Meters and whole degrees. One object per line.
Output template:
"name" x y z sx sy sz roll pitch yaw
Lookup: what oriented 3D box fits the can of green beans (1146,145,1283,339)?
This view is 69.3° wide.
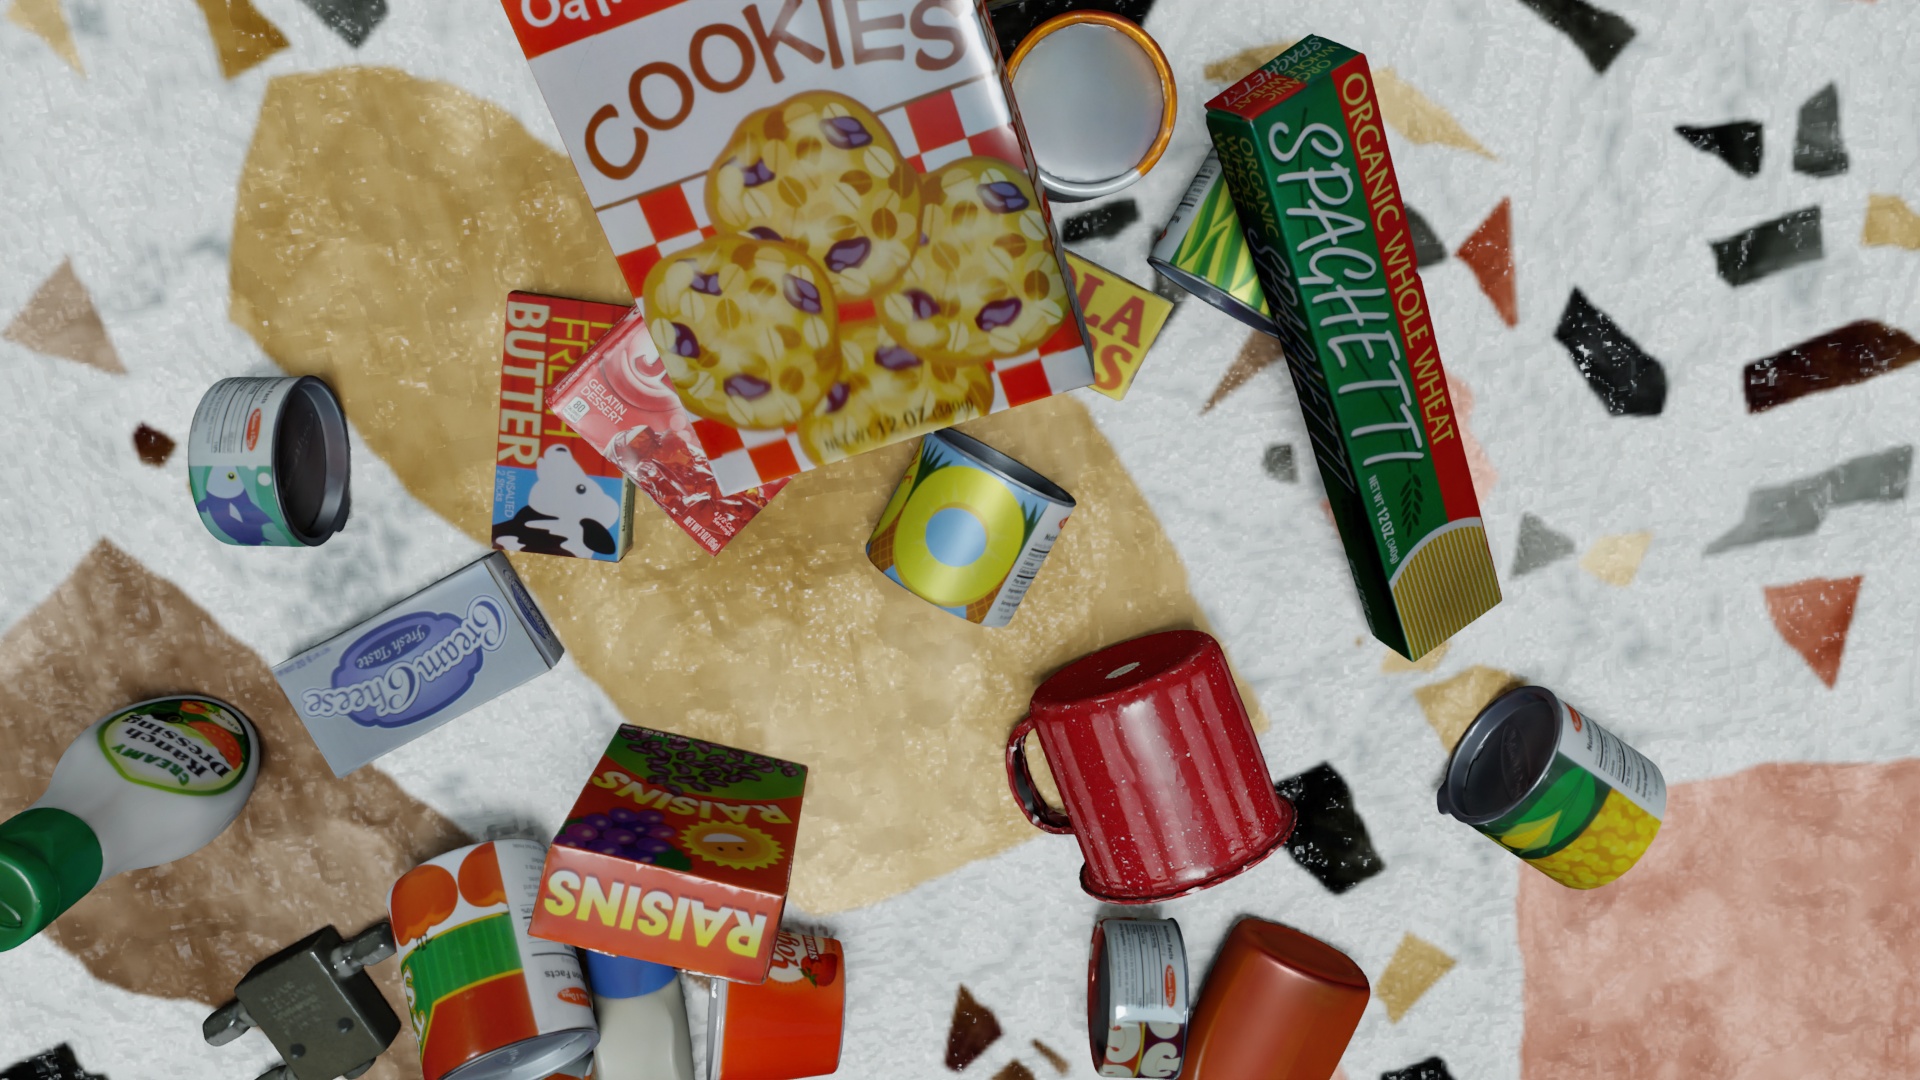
"can of green beans" 0.114 -0.116 0.532 0.071 0.071 0.057 29 99 -8

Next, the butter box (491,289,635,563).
"butter box" -0.156 -0.045 0.555 0.053 0.024 0.103 6 101 -4

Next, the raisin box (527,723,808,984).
"raisin box" -0.108 0.118 0.539 0.086 0.123 0.040 15 100 -6

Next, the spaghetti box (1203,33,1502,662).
"spaghetti box" 0.152 -0.060 0.517 0.050 0.029 0.249 -33 122 -9

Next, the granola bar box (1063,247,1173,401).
"granola bar box" -0.014 -0.108 0.498 0.165 0.124 0.039 25 103 -7

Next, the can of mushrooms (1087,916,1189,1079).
"can of mushrooms" 0.075 0.196 0.594 0.033 0.071 0.071 3 101 -3

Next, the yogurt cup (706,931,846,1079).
"yogurt cup" -0.078 0.197 0.588 0.054 0.072 0.072 4 101 -11

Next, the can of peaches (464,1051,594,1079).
"can of peaches" -0.194 0.247 0.590 0.058 0.071 0.071 15 101 -6

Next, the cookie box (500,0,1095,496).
"cookie box" -0.043 -0.109 0.406 0.123 0.040 0.166 -16 114 11

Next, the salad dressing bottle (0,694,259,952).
"salad dressing bottle" -0.315 0.101 0.514 0.064 0.148 0.044 34 98 -9

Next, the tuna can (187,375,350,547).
"tuna can" -0.264 -0.029 0.534 0.033 0.071 0.071 0 102 -1

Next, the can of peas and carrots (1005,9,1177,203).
"can of peas and carrots" 0.044 -0.164 0.523 0.071 0.059 0.070 -1 102 -3

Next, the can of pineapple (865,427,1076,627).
"can of pineapple" 0.002 -0.007 0.549 0.071 0.071 0.057 27 99 -8

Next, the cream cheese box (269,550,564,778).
"cream cheese box" -0.223 0.050 0.571 0.104 0.024 0.053 -27 102 3

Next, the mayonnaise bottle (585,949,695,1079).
"mayonnaise bottle" -0.135 0.221 0.592 0.041 0.065 0.147 -6 98 -8

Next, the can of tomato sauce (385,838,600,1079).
"can of tomato sauce" -0.190 0.173 0.558 0.071 0.071 0.083 -27 63 3

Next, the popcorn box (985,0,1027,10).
"popcorn box" 0.029 -0.219 0.498 0.127 0.085 0.038 -14 103 0

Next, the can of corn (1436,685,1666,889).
"can of corn" 0.247 0.105 0.583 0.058 0.071 0.071 33 98 -9

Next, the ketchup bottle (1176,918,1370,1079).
"ketchup bottle" 0.123 0.245 0.616 0.065 0.043 0.148 22 100 -6
